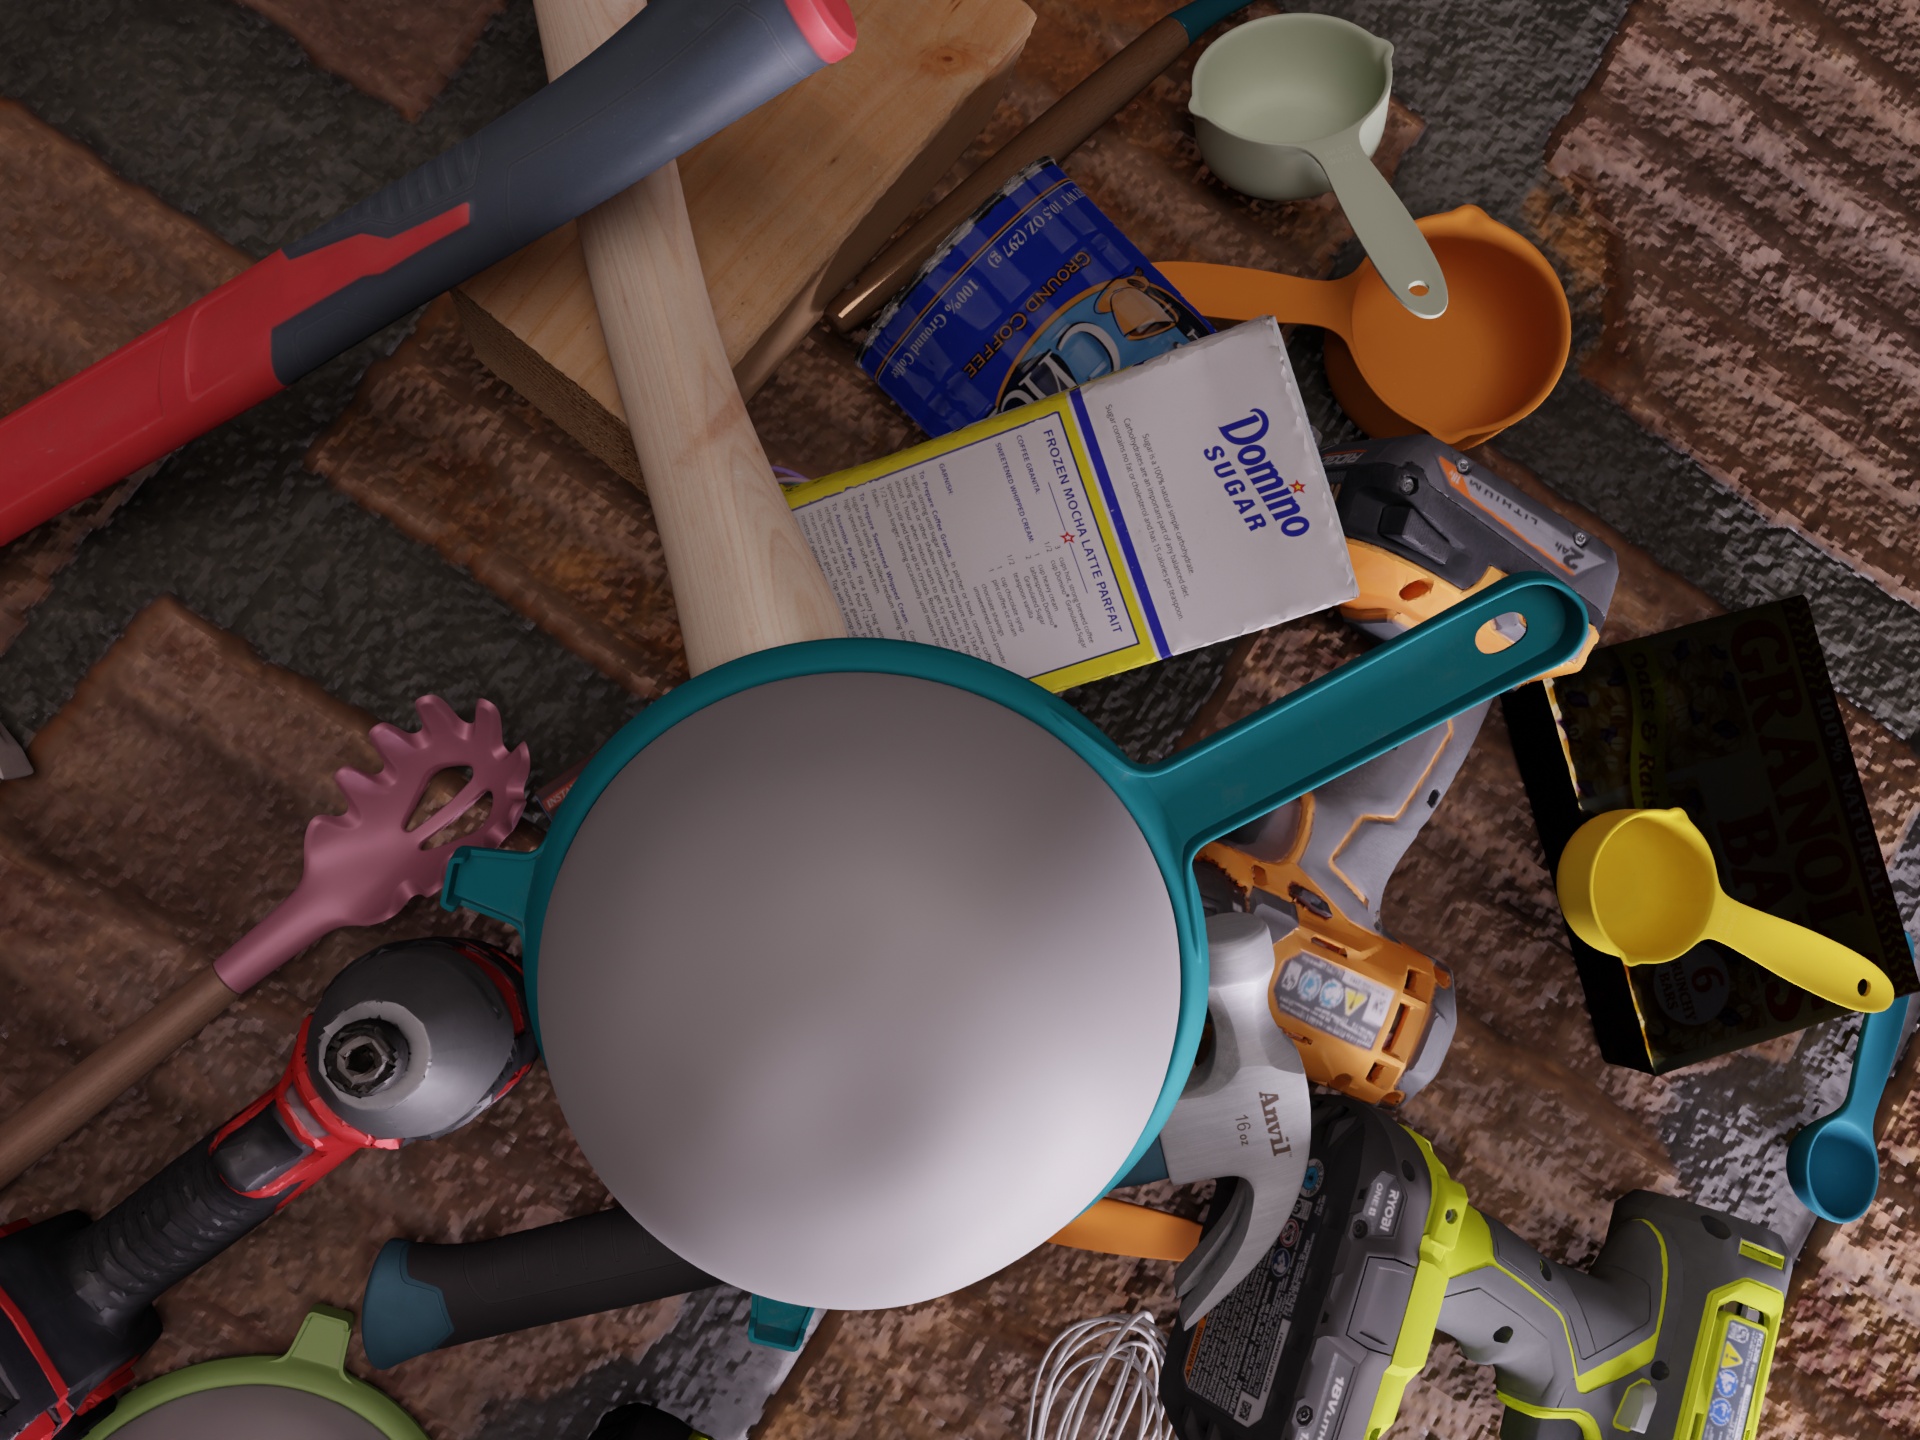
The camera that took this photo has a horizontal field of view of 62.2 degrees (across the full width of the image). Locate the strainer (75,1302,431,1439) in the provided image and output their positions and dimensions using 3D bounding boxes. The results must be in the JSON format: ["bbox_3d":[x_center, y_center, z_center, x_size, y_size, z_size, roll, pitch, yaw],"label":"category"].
[{"bbox_3d":[-0.289,0.312,0.506,0.256,0.069,0.151,-23,90,-12],"label":"strainer"}]

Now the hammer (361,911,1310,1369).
[{"bbox_3d":[-0.045,0.163,0.537,0.331,0.033,0.128,-14,100,5],"label":"hammer"}]

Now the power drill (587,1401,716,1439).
[{"bbox_3d":[-0.041,0.335,0.520,0.223,0.080,0.171,20,89,3],"label":"power drill"}]

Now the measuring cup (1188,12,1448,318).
[{"bbox_3d":[0.143,-0.202,0.605,0.083,0.038,0.168,-19,61,-1],"label":"measuring cup"}]

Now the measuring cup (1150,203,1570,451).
[{"bbox_3d":[0.147,-0.155,0.631,0.173,0.052,0.095,8,84,0],"label":"measuring cup"}]

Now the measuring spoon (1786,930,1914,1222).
[{"bbox_3d":[0.371,0.145,0.663,0.042,0.021,0.129,32,72,-17],"label":"measuring spoon"}]

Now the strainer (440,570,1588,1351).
[{"bbox_3d":[0.024,0.058,0.439,0.340,0.095,0.211,-29,102,10],"label":"strainer"}]

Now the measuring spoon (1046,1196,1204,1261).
[{"bbox_3d":[0.067,0.193,0.595,0.117,0.011,0.021,10,88,3],"label":"measuring spoon"}]

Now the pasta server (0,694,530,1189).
[{"bbox_3d":[-0.276,0.105,0.542,0.316,0.040,0.060,-40,81,-9],"label":"pasta server"}]

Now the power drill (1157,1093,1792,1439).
[{"bbox_3d":[0.191,0.247,0.572,0.228,0.080,0.191,25,77,-20],"label":"power drill"}]

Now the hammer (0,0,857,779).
[{"bbox_3d":[-0.198,-0.109,0.484,0.386,0.038,0.143,-22,89,18],"label":"hammer"}]

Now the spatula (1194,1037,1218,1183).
[{"bbox_3d":[0.121,0.244,0.607,0.059,0.018,0.316,-10,87,-16],"label":"spatula"}]

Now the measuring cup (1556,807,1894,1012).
[{"bbox_3d":[0.294,0.080,0.612,0.156,0.029,0.062,24,83,-18],"label":"measuring cup"}]

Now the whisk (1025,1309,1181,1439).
[{"bbox_3d":[0.022,0.330,0.573,0.058,0.059,0.246,20,85,29],"label":"whisk"}]

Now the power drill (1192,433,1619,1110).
[{"bbox_3d":[0.125,0.011,0.579,0.185,0.084,0.226,25,85,-22],"label":"power drill"}]

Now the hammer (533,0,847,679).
[{"bbox_3d":[-0.120,-0.194,0.502,0.146,0.038,0.411,-13,87,-8],"label":"hammer"}]

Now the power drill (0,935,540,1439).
[{"bbox_3d":[-0.234,0.147,0.493,0.219,0.143,0.078,-36,88,-8],"label":"power drill"}]

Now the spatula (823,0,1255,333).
[{"bbox_3d":[0.059,-0.259,0.611,0.317,0.082,0.044,-44,125,-13],"label":"spatula"}]

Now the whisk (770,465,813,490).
[{"bbox_3d":[-0.002,-0.001,0.595,0.051,0.047,0.245,-43,97,-11],"label":"whisk"}]
